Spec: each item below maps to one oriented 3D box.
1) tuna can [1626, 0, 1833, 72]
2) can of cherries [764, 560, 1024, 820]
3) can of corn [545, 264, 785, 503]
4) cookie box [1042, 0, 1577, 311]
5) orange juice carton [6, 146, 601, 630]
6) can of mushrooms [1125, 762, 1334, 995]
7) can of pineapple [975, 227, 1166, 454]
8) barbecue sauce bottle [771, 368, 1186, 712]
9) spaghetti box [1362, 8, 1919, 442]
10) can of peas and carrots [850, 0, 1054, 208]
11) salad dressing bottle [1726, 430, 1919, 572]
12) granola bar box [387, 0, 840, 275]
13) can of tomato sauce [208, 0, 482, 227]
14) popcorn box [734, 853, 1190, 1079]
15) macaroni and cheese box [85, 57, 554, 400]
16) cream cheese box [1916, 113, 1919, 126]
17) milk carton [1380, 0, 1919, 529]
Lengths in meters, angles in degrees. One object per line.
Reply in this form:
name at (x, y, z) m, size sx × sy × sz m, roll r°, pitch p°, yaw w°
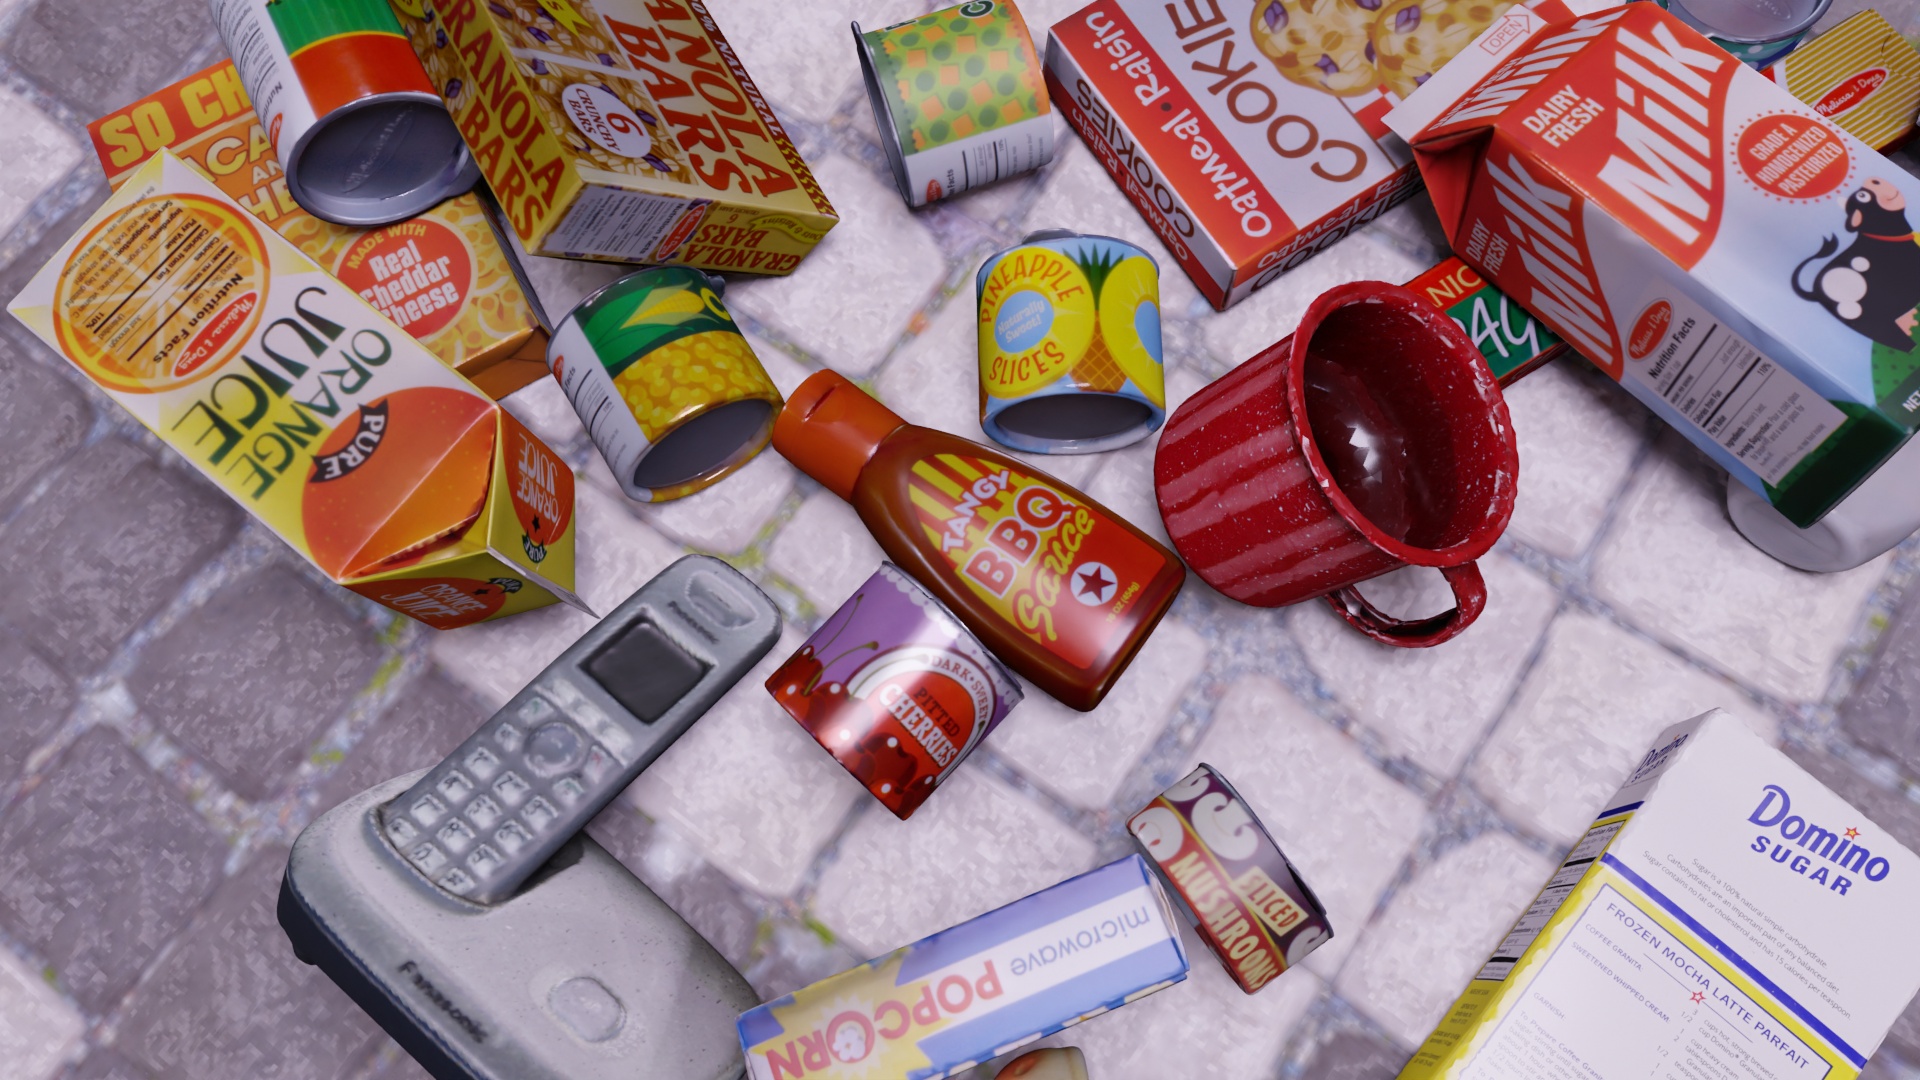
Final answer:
tuna can at (0.293, -0.208, 0.535) m, size 0.071 × 0.032 × 0.071 m, roll -1°, pitch 73°, yaw 3°
can of cherries at (-0.021, 0.050, 0.457) m, size 0.071 × 0.071 × 0.058 m, roll 43°, pitch 81°, yaw 14°
can of corn at (-0.102, -0.056, 0.497) m, size 0.071 × 0.071 × 0.058 m, roll -32°, pitch 75°, yaw -6°
cookie box at (0.134, -0.181, 0.533) m, size 0.168 × 0.040 × 0.123 m, roll -32°, pitch 74°, yaw -7°
orange juice carton at (-0.200, -0.036, 0.453) m, size 0.193 × 0.071 × 0.073 m, roll 36°, pitch 79°, yaw 11°
can of mushrooms at (0.084, 0.106, 0.434) m, size 0.033 × 0.071 × 0.071 m, roll -34°, pitch 75°, yaw -4°
can of pineapple at (0.038, -0.068, 0.490) m, size 0.071 × 0.071 × 0.058 m, roll -2°, pitch 74°, yaw 3°
barbecue sauce bottle at (0.002, -0.006, 0.487) m, size 0.149 × 0.043 × 0.065 m, roll 35°, pitch 71°, yaw 13°
spaghetti box at (0.246, -0.114, 0.511) m, size 0.250 × 0.028 × 0.050 m, roll -31°, pitch 74°, yaw -6°
can of peas and carrots at (-0.003, -0.168, 0.523) m, size 0.059 × 0.070 × 0.071 m, roll -18°, pitch 73°, yaw -3°
salad dressing bottle at (0.327, -0.057, 0.483) m, size 0.064 × 0.044 × 0.148 m, roll 37°, pitch 78°, yaw 18°
granola bar box at (-0.133, -0.173, 0.507) m, size 0.039 × 0.124 × 0.166 m, roll -42°, pitch 71°, yaw 32°
can of tomato sauce at (-0.217, -0.165, 0.495) m, size 0.071 × 0.071 × 0.083 m, roll -29°, pitch 74°, yaw -5°
popcorn box at (0.004, 0.138, 0.422) m, size 0.127 × 0.085 × 0.038 m, roll -22°, pitch 73°, yaw -2°
macaroni and cheese box at (-0.244, -0.113, 0.536) m, size 0.124 × 0.040 × 0.167 m, roll -28°, pitch 74°, yaw -6°
cream cheese box at (0.397, -0.145, 0.497) m, size 0.104 × 0.024 × 0.053 m, roll 33°, pitch 77°, yaw -8°
milk carton at (0.231, -0.102, 0.450) m, size 0.072 × 0.073 × 0.191 m, roll -40°, pitch 68°, yaw -9°
